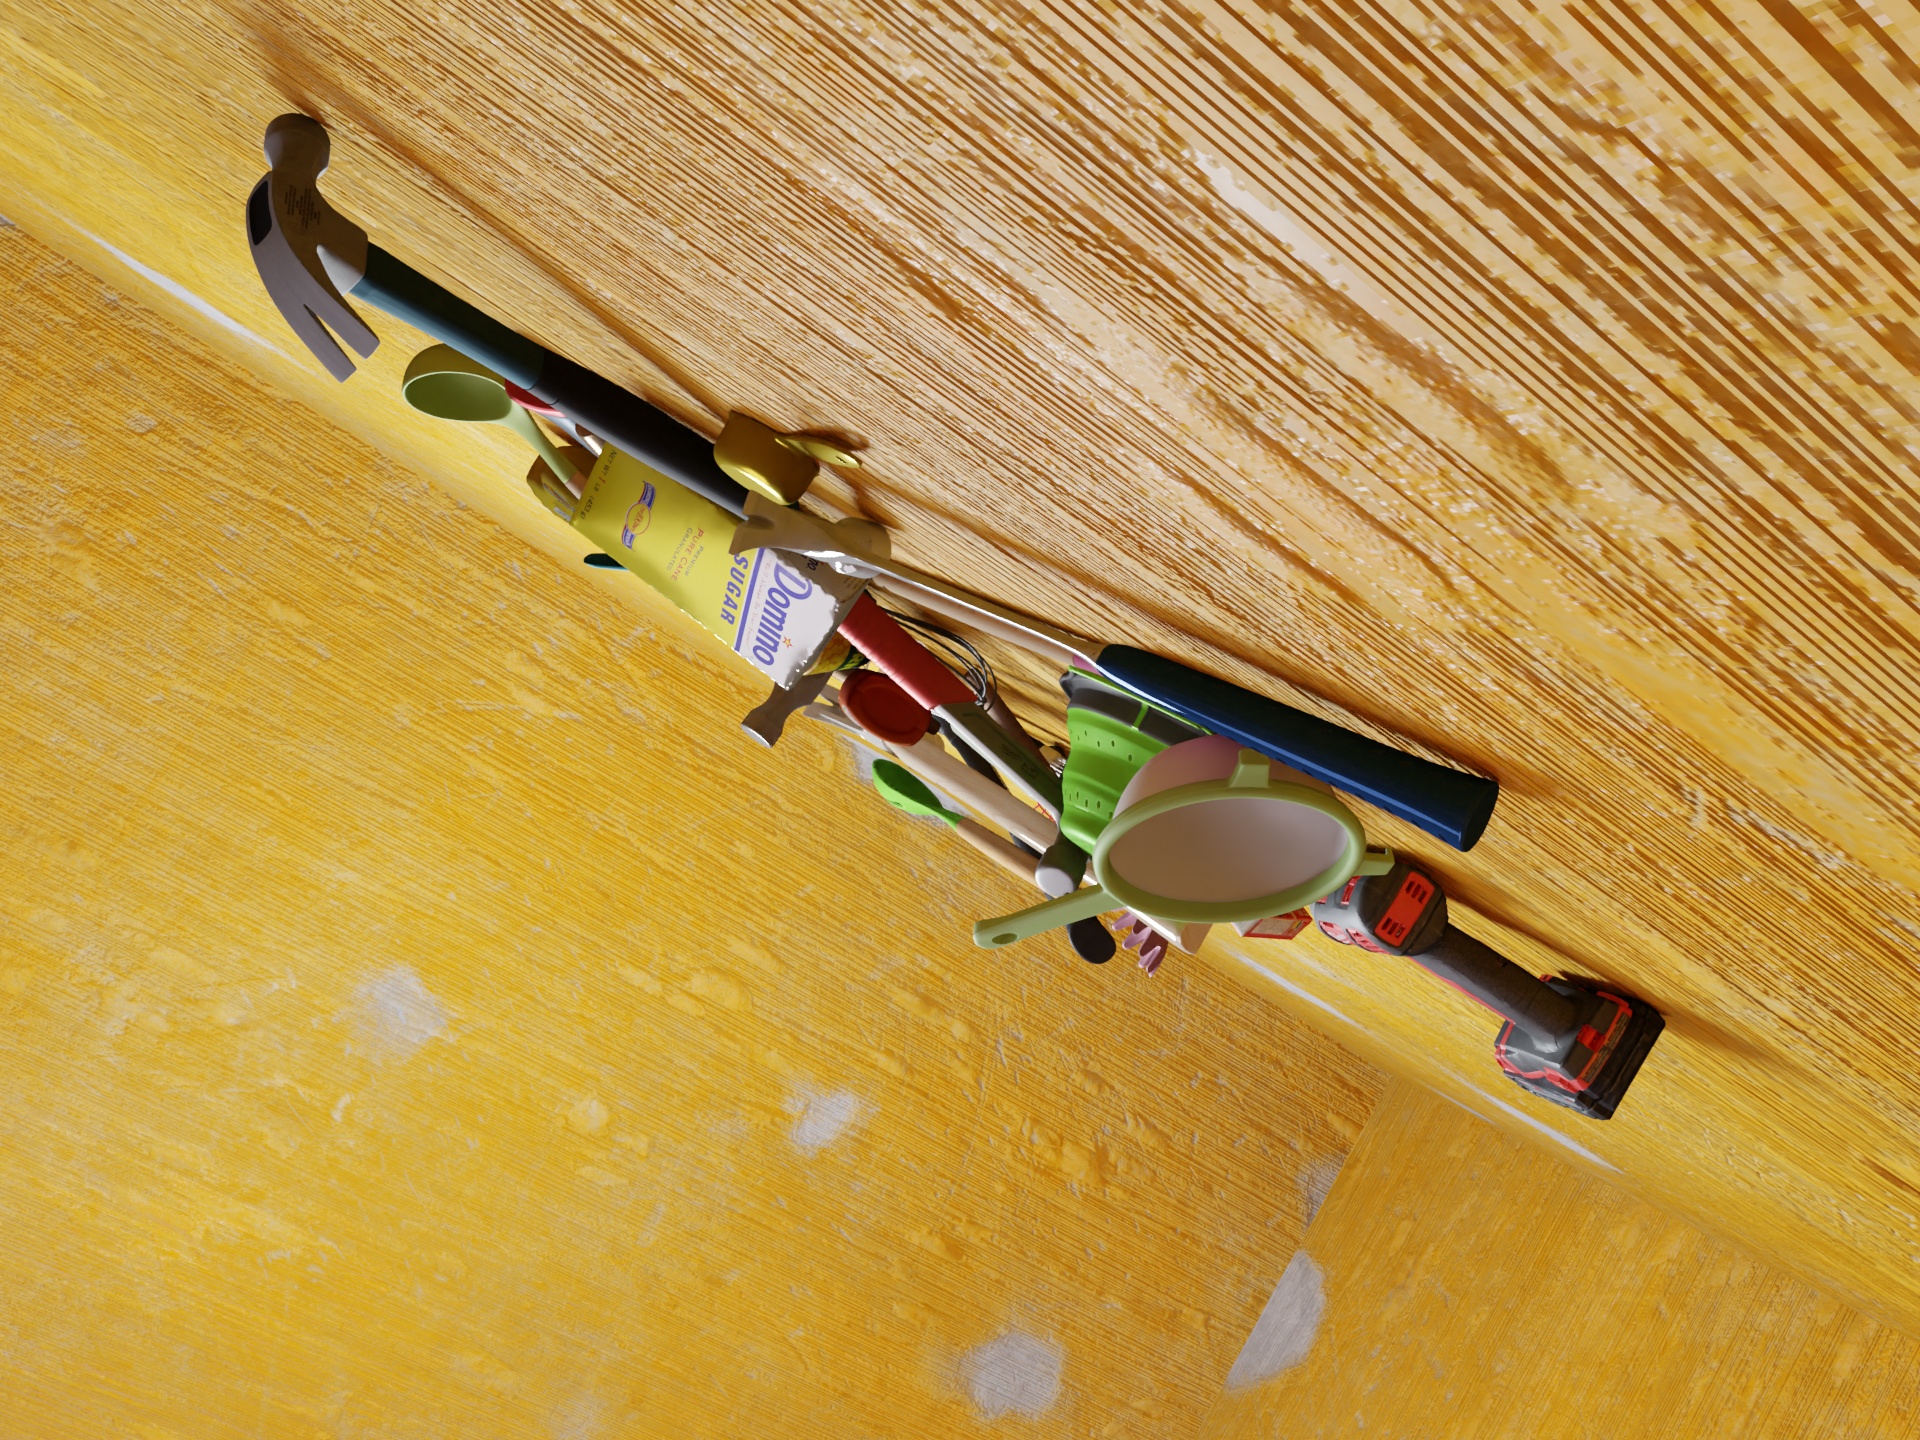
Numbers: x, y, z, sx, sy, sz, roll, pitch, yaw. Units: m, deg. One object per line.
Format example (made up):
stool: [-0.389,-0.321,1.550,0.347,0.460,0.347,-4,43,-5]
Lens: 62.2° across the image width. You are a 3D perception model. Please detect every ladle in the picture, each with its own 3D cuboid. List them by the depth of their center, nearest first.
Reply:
ladle: [-0.275,-0.153,1.173,0.320,0.062,0.078,46,143,-17]

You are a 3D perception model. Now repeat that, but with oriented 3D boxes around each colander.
colander: [0.168,0.088,1.096,0.205,0.094,0.396,27,173,34]

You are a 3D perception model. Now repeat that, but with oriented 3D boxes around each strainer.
strainer: [0.109,0.071,0.926,0.256,0.069,0.151,-24,139,34]

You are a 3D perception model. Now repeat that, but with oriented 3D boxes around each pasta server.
pasta server: [0.088,0.085,1.302,0.316,0.040,0.060,54,175,-22]

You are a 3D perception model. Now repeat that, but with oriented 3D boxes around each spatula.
spatula: [-0.155,-0.066,1.294,0.317,0.044,0.082,32,-174,-13]

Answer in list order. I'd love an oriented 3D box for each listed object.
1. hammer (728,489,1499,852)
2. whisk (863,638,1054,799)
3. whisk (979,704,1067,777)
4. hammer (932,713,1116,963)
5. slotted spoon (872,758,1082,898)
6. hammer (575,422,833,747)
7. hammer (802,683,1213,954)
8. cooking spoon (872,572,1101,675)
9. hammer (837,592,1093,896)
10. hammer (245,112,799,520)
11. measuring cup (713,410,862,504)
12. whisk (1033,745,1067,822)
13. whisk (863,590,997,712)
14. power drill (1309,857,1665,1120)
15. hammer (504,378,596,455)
hammer: [0.061,-0.033,0.780,0.406,0.035,0.144,25,-170,28]
whisk: [-0.002,-0.004,1.225,0.247,0.058,0.059,40,145,45]
whisk: [0.100,0.050,1.359,0.285,0.070,0.070,34,176,28]
hammer: [0.053,0.093,1.423,0.146,0.035,0.335,42,-170,-43]
slotted spoon: [0.014,0.093,1.268,0.070,0.031,0.314,25,-178,-36]
hammer: [-0.172,-0.113,1.134,0.031,0.130,0.331,27,162,34]
hammer: [0.034,0.070,1.219,0.146,0.038,0.411,27,-177,-42]
cooking spoon: [0.052,-0.046,0.921,0.319,0.017,0.068,25,179,43]
hammer: [-0.029,-0.041,1.080,0.359,0.149,0.036,42,132,-13]
hammer: [-0.213,-0.180,0.838,0.330,0.033,0.128,27,-137,-42]
measuring cup: [-0.089,-0.132,0.829,0.062,0.029,0.157,34,176,-27]
whisk: [0.097,0.074,1.540,0.073,0.073,0.295,29,169,14]
whisk: [-0.066,-0.080,1.126,0.238,0.055,0.055,38,172,-21]
power drill: [0.327,0.162,1.037,0.219,0.078,0.143,34,174,-4]
hammer: [-0.215,-0.164,1.180,0.143,0.038,0.386,29,174,30]
